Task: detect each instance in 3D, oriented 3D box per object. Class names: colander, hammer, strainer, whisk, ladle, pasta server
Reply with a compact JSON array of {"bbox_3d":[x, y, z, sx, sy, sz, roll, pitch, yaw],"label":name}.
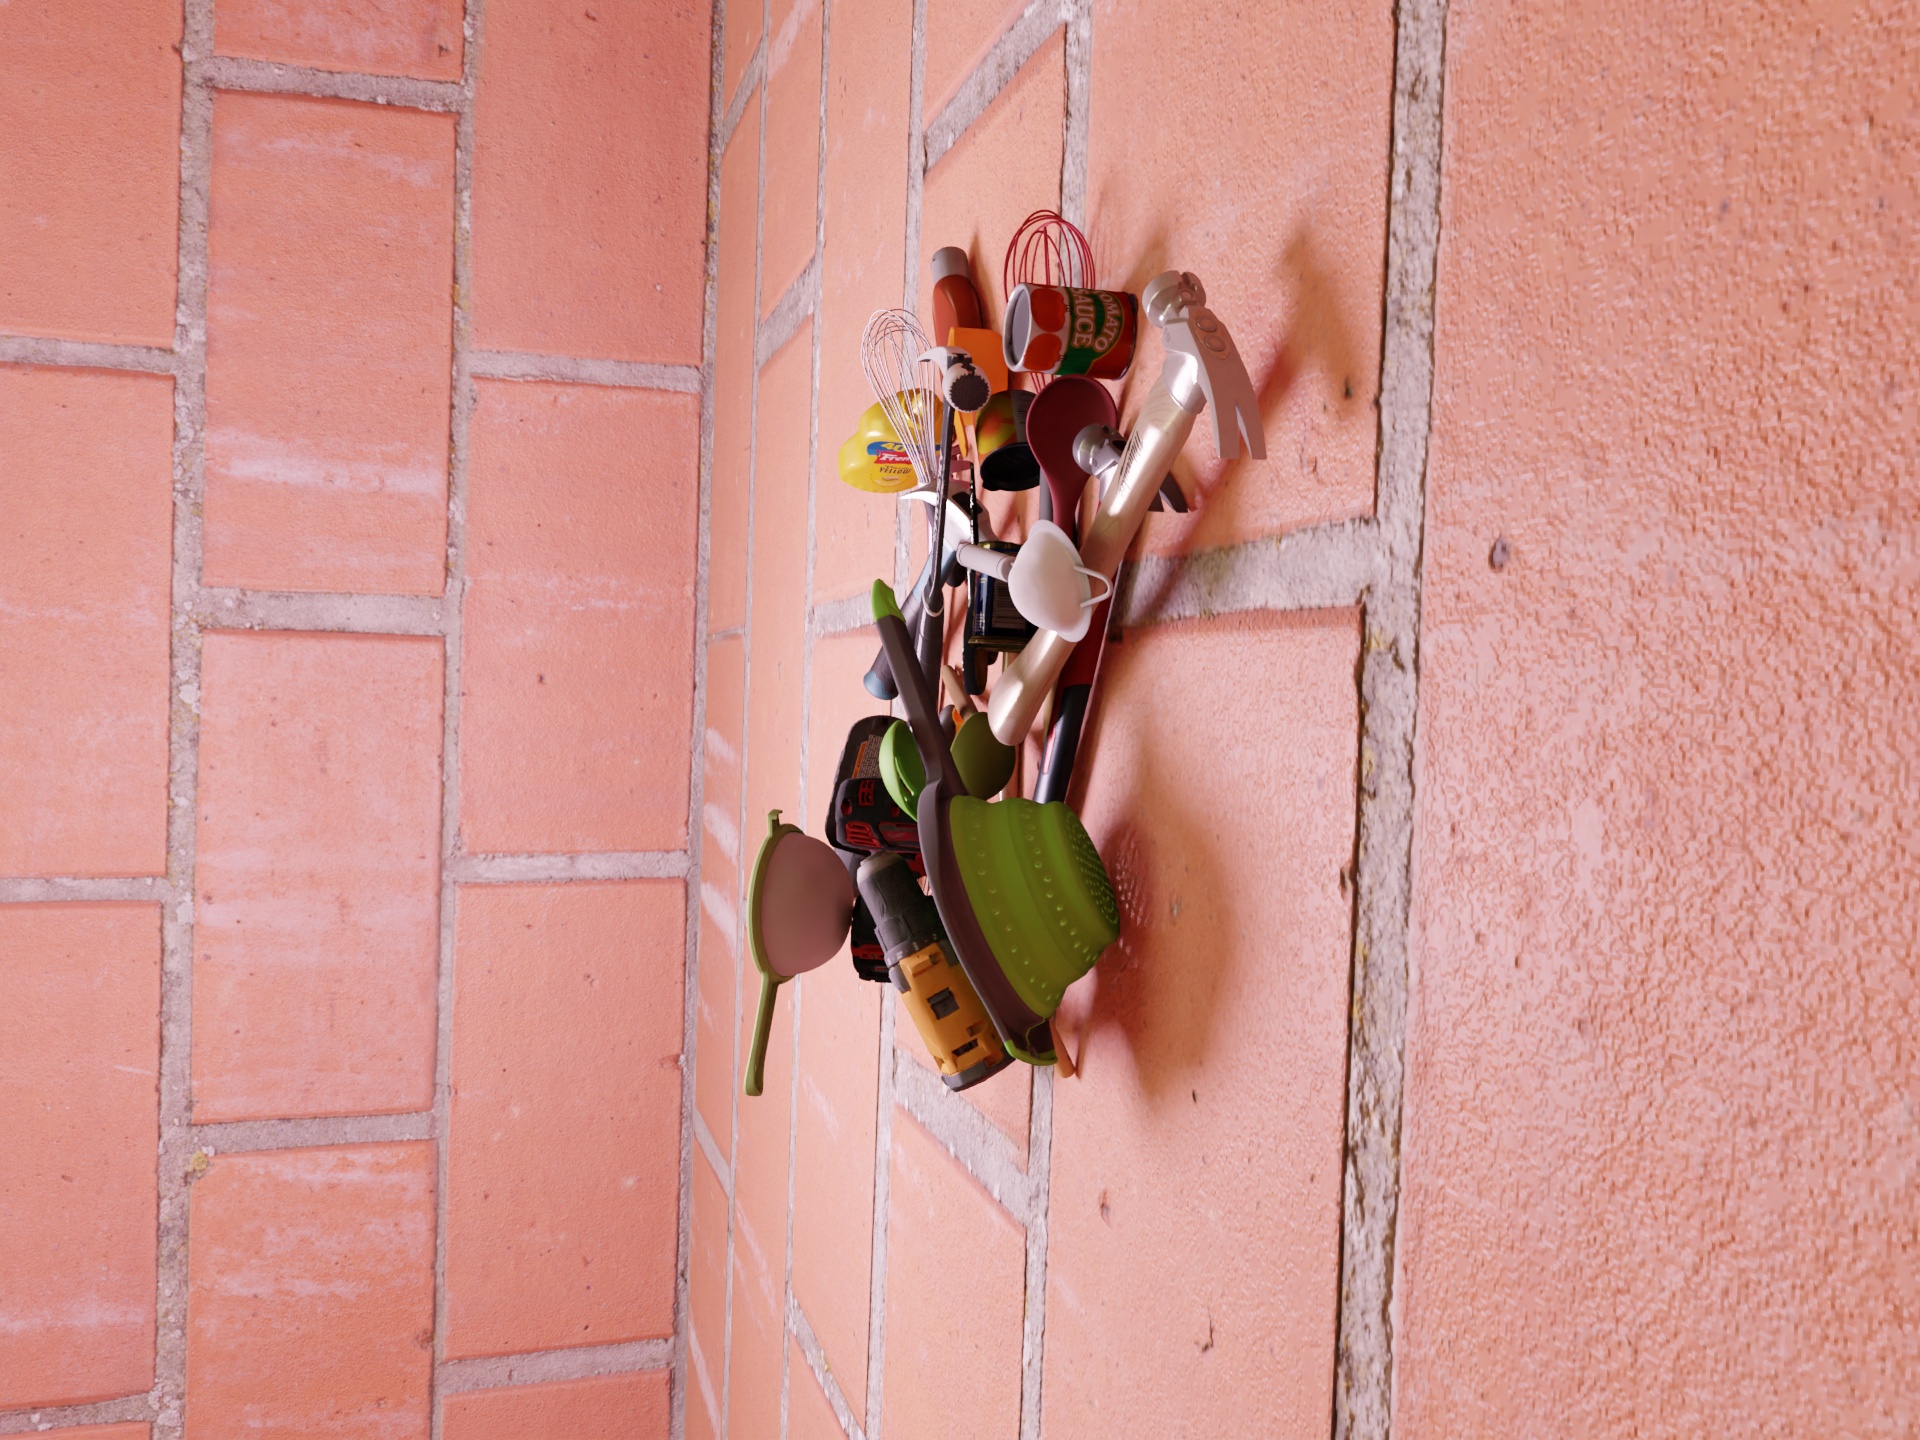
[{"bbox_3d":[0.029,0.053,1.187,0.204,0.094,0.397,37,-149,-65],"label":"colander"},{"bbox_3d":[0.092,-0.019,1.213,0.143,0.038,0.386,-120,36,-57],"label":"hammer"},{"bbox_3d":[-0.146,0.218,1.457,0.151,0.069,0.257,62,-148,-58],"label":"strainer"},{"bbox_3d":[-0.035,-0.249,1.492,0.070,0.070,0.284,-119,12,-59],"label":"whisk"},{"bbox_3d":[-0.032,0.094,1.591,0.055,0.055,0.239,-125,43,-62],"label":"whisk"},{"bbox_3d":[-0.002,-0.005,1.439,0.320,0.062,0.078,-116,33,-71],"label":"ladle"},{"bbox_3d":[0.037,-0.106,1.148,0.259,0.050,0.086,-146,42,-69],"label":"strainer"},{"bbox_3d":[-0.020,-0.119,1.604,0.060,0.040,0.316,-136,46,-67],"label":"pasta server"},{"bbox_3d":[0.074,-0.254,1.261,0.073,0.073,0.296,-166,73,-72],"label":"whisk"},{"bbox_3d":[-0.025,-0.125,1.386,0.149,0.036,0.408,-112,25,-60],"label":"hammer"},{"bbox_3d":[-0.038,-0.112,1.542,0.128,0.033,0.330,53,149,14],"label":"hammer"},{"bbox_3d":[0.080,-0.116,1.248,0.031,0.069,0.315,-87,-1,-68],"label":"ladle"},{"bbox_3d":[0.096,-0.102,1.096,0.410,0.038,0.146,115,147,-51],"label":"hammer"}]

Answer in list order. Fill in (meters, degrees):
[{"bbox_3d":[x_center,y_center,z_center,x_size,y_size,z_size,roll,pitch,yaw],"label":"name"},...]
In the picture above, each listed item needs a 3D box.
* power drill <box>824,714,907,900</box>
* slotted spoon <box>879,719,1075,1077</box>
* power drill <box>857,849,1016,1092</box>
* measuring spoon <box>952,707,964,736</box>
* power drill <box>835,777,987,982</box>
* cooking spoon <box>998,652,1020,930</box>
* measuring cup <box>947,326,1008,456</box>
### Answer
[{"bbox_3d":[-0.091,0.088,1.612,0.228,0.080,0.190,119,166,-82],"label":"power drill"},{"bbox_3d":[0.013,0.143,1.230,0.313,0.031,0.070,62,-162,-9],"label":"slotted spoon"},{"bbox_3d":[-0.015,0.192,1.260,0.185,0.084,0.226,62,-178,9],"label":"power drill"},{"bbox_3d":[0.006,0.042,1.530,0.021,0.011,0.117,-12,78,40],"label":"measuring spoon"},{"bbox_3d":[-0.036,0.140,1.420,0.079,0.143,0.219,-86,-3,-47],"label":"power drill"},{"bbox_3d":[0.042,0.065,1.397,0.069,0.017,0.319,-177,88,-81],"label":"cooking spoon"},{"bbox_3d":[0.019,-0.283,1.411,0.174,0.052,0.095,-98,11,-48],"label":"measuring cup"}]
